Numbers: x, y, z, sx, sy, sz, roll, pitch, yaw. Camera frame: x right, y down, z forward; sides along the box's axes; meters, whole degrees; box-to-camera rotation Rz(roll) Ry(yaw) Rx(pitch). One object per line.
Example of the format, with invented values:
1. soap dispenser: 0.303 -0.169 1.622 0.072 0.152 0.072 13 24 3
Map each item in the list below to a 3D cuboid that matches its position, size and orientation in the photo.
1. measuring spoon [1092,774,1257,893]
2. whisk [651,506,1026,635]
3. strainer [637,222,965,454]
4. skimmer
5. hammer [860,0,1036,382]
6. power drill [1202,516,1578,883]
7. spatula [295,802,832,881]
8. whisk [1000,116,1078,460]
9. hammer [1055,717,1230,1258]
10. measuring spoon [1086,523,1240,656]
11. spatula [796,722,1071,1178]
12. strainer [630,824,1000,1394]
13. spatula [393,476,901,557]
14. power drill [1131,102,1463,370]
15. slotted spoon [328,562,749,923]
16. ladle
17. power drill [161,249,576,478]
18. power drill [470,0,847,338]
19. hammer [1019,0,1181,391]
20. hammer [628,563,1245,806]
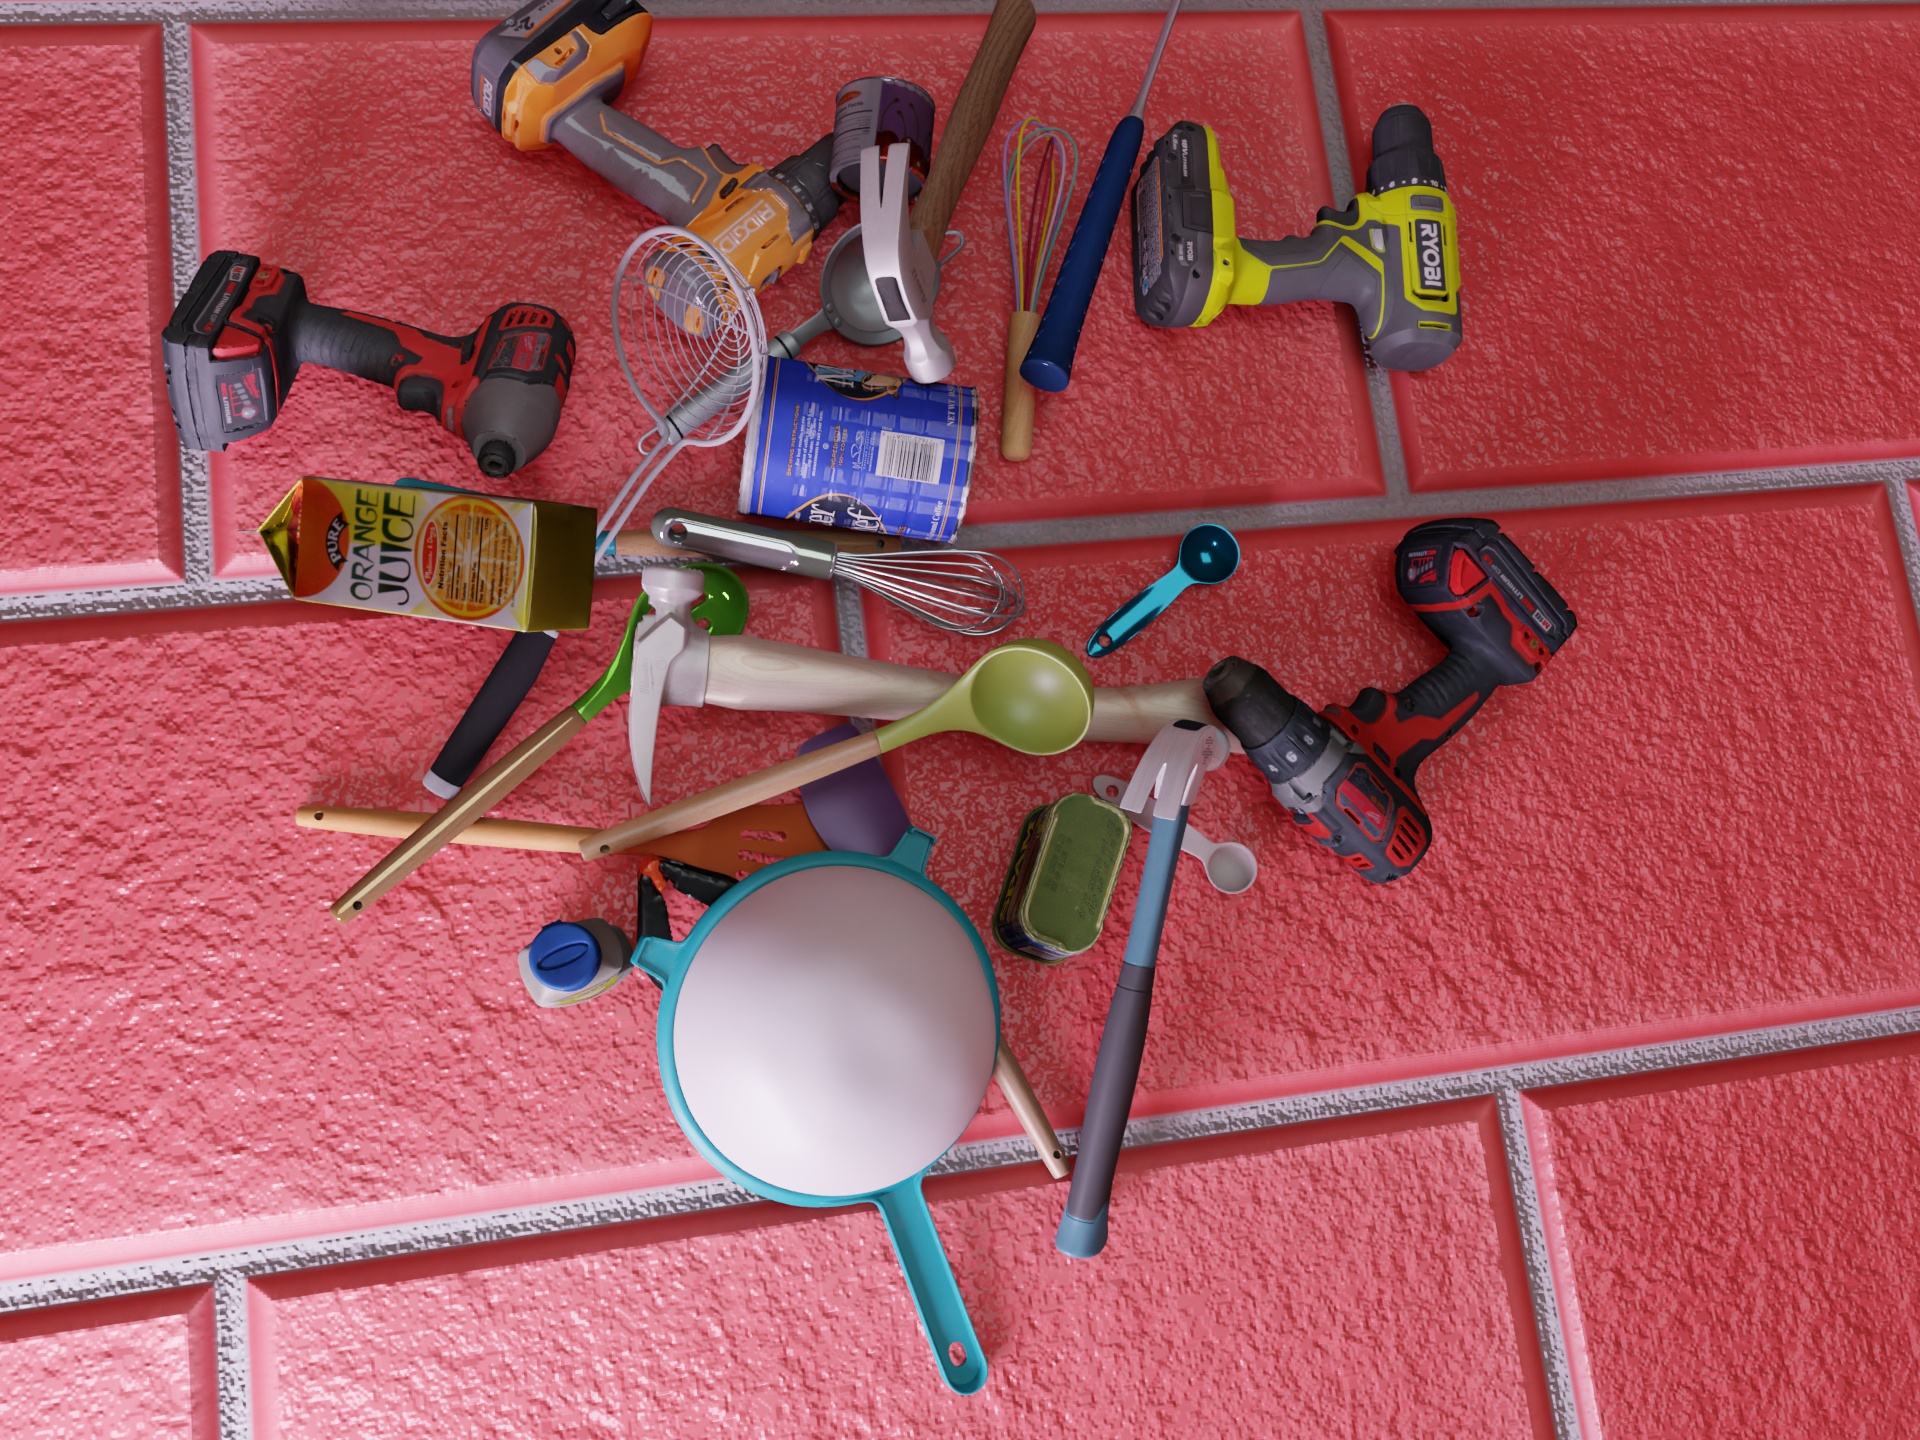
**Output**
1. measuring spoon: 0.139 0.073 1.050 0.124 0.018 0.034 33 76 5
2. whisk: -0.075 -0.099 1.016 0.246 0.059 0.057 11 115 -13
3. strainer: -0.110 -0.256 1.058 0.258 0.050 0.086 -38 131 -9
4. skimmer: -0.233 -0.116 0.943 0.127 0.090 0.363 34 91 26
5. hammer: 0.000 -0.377 1.032 0.031 0.129 0.332 0 52 22
6. power drill: 0.277 -0.031 1.042 0.187 0.080 0.227 43 78 -16
7. spatula: -0.241 0.075 0.981 0.322 0.041 0.081 6 78 -4
8. whisk: 0.049 -0.298 1.095 0.051 0.047 0.245 4 82 2
9. hammer: 0.107 0.162 0.971 0.033 0.128 0.331 12 91 21
10. measuring spoon: 0.135 -0.085 1.080 0.128 0.021 0.042 -39 88 -5
11. spatula: -0.015 0.146 1.004 0.060 0.018 0.316 -28 84 -23
12. strainer: -0.041 0.242 0.917 0.211 0.095 0.340 -21 93 -18
13. spatula: -0.193 -0.112 1.013 0.317 0.044 0.082 -1 95 -11
14. power drill: 0.241 -0.351 1.118 0.228 0.080 0.191 2 79 -12
15. slotted spoon: -0.254 0.011 0.968 0.314 0.031 0.070 -44 124 -20
16. ladle: -0.071 0.027 0.950 0.320 0.062 0.078 -20 119 -9
17. power drill: -0.352 -0.208 0.966 0.219 0.078 0.143 7 45 -9
18. power drill: -0.183 -0.387 1.053 0.226 0.084 0.185 45 68 -3
19. hammer: 0.119 -0.409 1.080 0.035 0.144 0.405 21 79 -7
20. hammer: -0.002 -0.003 1.011 0.410 0.038 0.146 6 91 -14
